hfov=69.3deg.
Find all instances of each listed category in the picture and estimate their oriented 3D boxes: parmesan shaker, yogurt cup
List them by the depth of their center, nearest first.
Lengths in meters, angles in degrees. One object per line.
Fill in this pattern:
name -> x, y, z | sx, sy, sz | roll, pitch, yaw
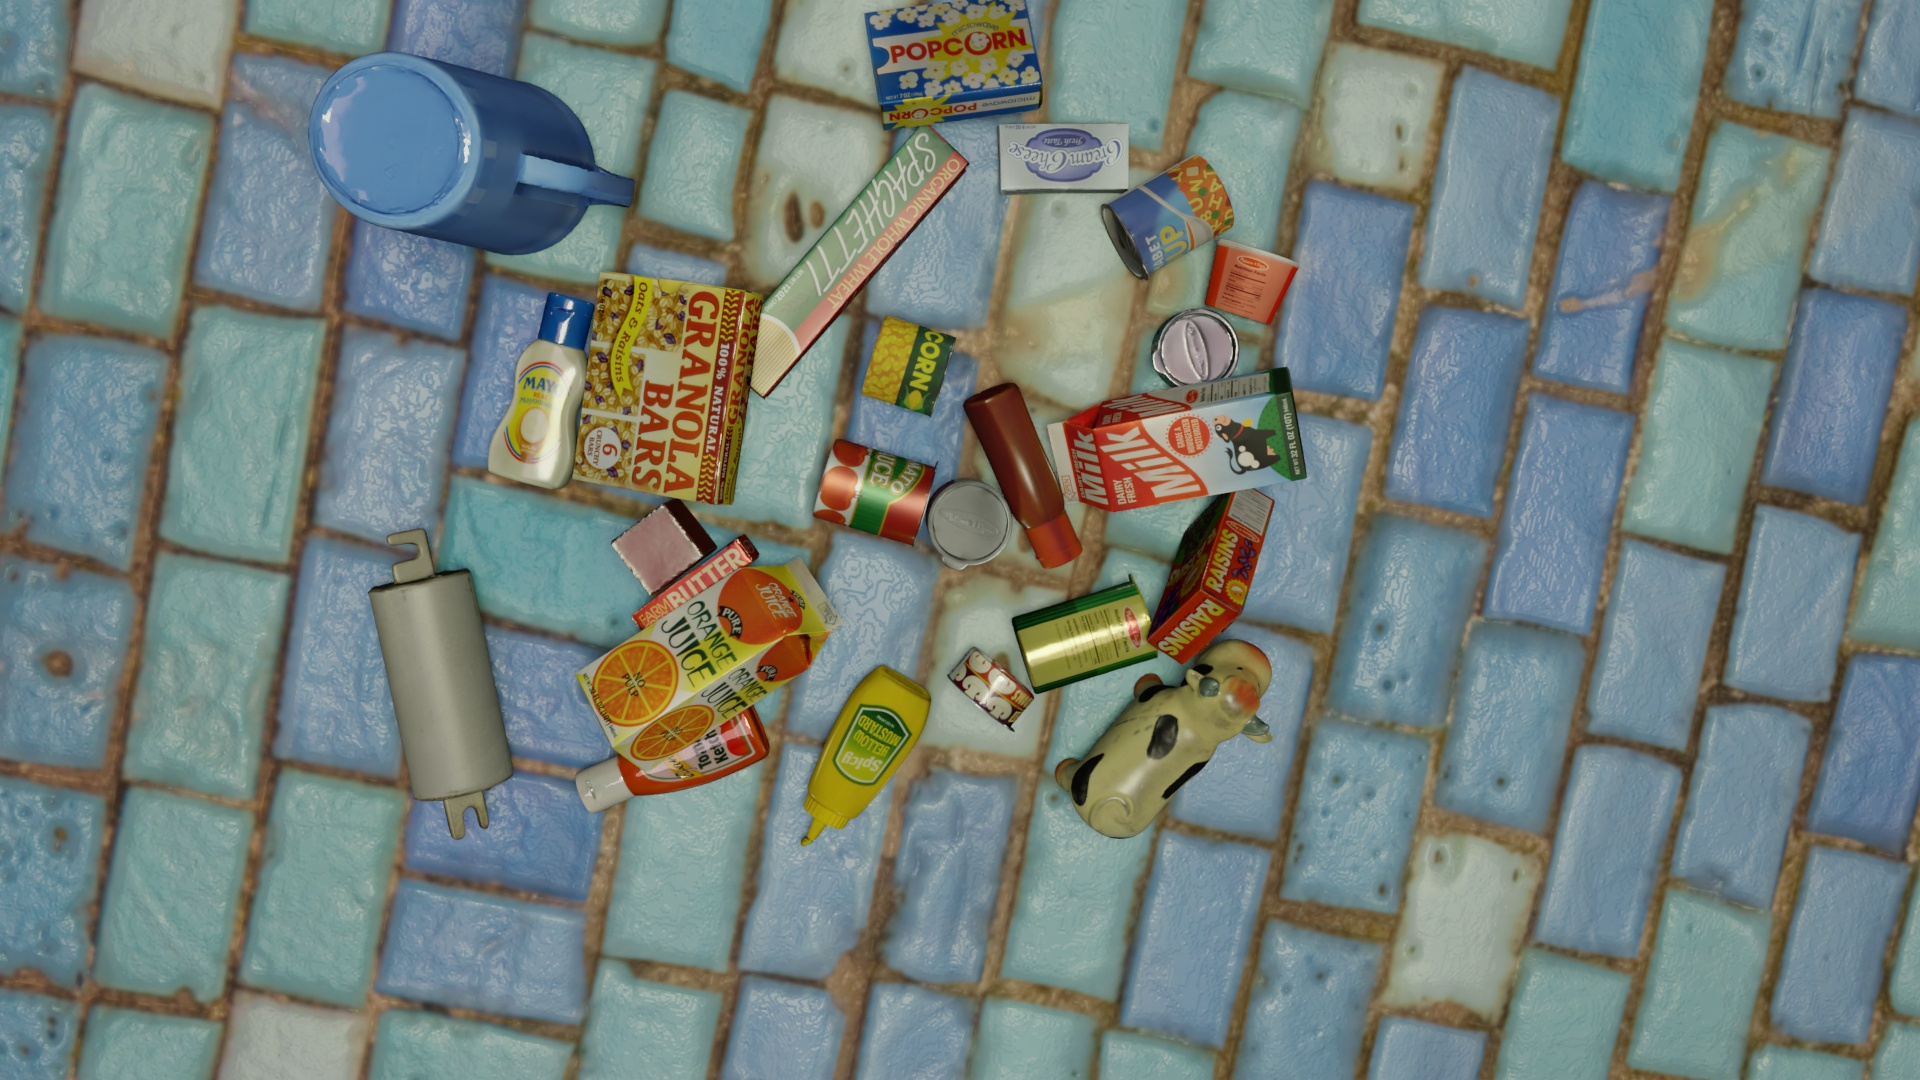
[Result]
yogurt cup -> 0.228, -0.204, 1.100 | 0.072, 0.072, 0.053 | 17, 102, -5
parmesan shaker -> 0.098, 0.075, 1.113 | 0.103, 0.071, 0.071 | -17, 96, -1

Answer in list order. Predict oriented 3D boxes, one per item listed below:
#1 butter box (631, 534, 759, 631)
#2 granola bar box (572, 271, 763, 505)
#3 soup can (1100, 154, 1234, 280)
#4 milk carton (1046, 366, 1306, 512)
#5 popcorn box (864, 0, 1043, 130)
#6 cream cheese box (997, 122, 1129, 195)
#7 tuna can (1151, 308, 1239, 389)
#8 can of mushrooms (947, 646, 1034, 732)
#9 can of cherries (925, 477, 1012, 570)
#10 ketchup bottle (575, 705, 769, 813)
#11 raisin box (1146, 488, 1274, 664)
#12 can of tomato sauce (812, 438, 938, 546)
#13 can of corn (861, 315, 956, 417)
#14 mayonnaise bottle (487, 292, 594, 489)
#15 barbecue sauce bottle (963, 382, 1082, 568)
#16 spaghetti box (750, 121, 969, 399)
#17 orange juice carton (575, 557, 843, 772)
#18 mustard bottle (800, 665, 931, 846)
butter box -> -0.208, 0.036, 1.096 | 0.103, 0.053, 0.024 | -36, 94, 0
granola bar box -> -0.226, -0.117, 1.072 | 0.124, 0.039, 0.165 | 10, 94, 15
soup can -> 0.164, -0.252, 1.089 | 0.084, 0.071, 0.071 | -29, 96, -1
milk carton -> 0.167, -0.075, 1.081 | 0.190, 0.074, 0.072 | -9, 111, 14
popcorn box -> -0.005, -0.369, 1.071 | 0.127, 0.038, 0.085 | -9, 74, -3
cream cheese box -> 0.082, -0.303, 1.102 | 0.104, 0.024, 0.053 | -2, 96, -3
tuna can -> 0.186, -0.152, 1.116 | 0.071, 0.033, 0.071 | 0, 95, -4
can of mushrooms -> 0.026, 0.118, 1.110 | 0.071, 0.071, 0.033 | 40, 90, -6
can of cherries -> 0.004, -0.014, 1.103 | 0.071, 0.058, 0.071 | 0, 95, -4
ketchup bottle -> -0.232, 0.173, 1.111 | 0.149, 0.043, 0.064 | -24, 89, -1
raisin box -> 0.194, 0.024, 1.075 | 0.040, 0.085, 0.124 | 31, 50, -5
can of tomato sauce -> -0.067, -0.040, 1.092 | 0.083, 0.071, 0.071 | 16, 94, -4
can of corn -> -0.040, -0.137, 1.084 | 0.058, 0.071, 0.071 | 18, 94, -4
mayonnaise bottle -> -0.321, -0.117, 1.083 | 0.065, 0.041, 0.148 | 15, 94, -3
barbecue sauce bottle -> 0.052, -0.050, 1.103 | 0.044, 0.065, 0.148 | -27, 102, -12
spaghetti box -> -0.092, -0.221, 1.095 | 0.050, 0.029, 0.250 | 41, 91, -5
orange juice carton -> -0.188, 0.089, 1.072 | 0.193, 0.072, 0.072 | -33, 63, -5
mustard bottle -> -0.084, 0.181, 1.118 | 0.065, 0.049, 0.160 | 30, 92, -4
